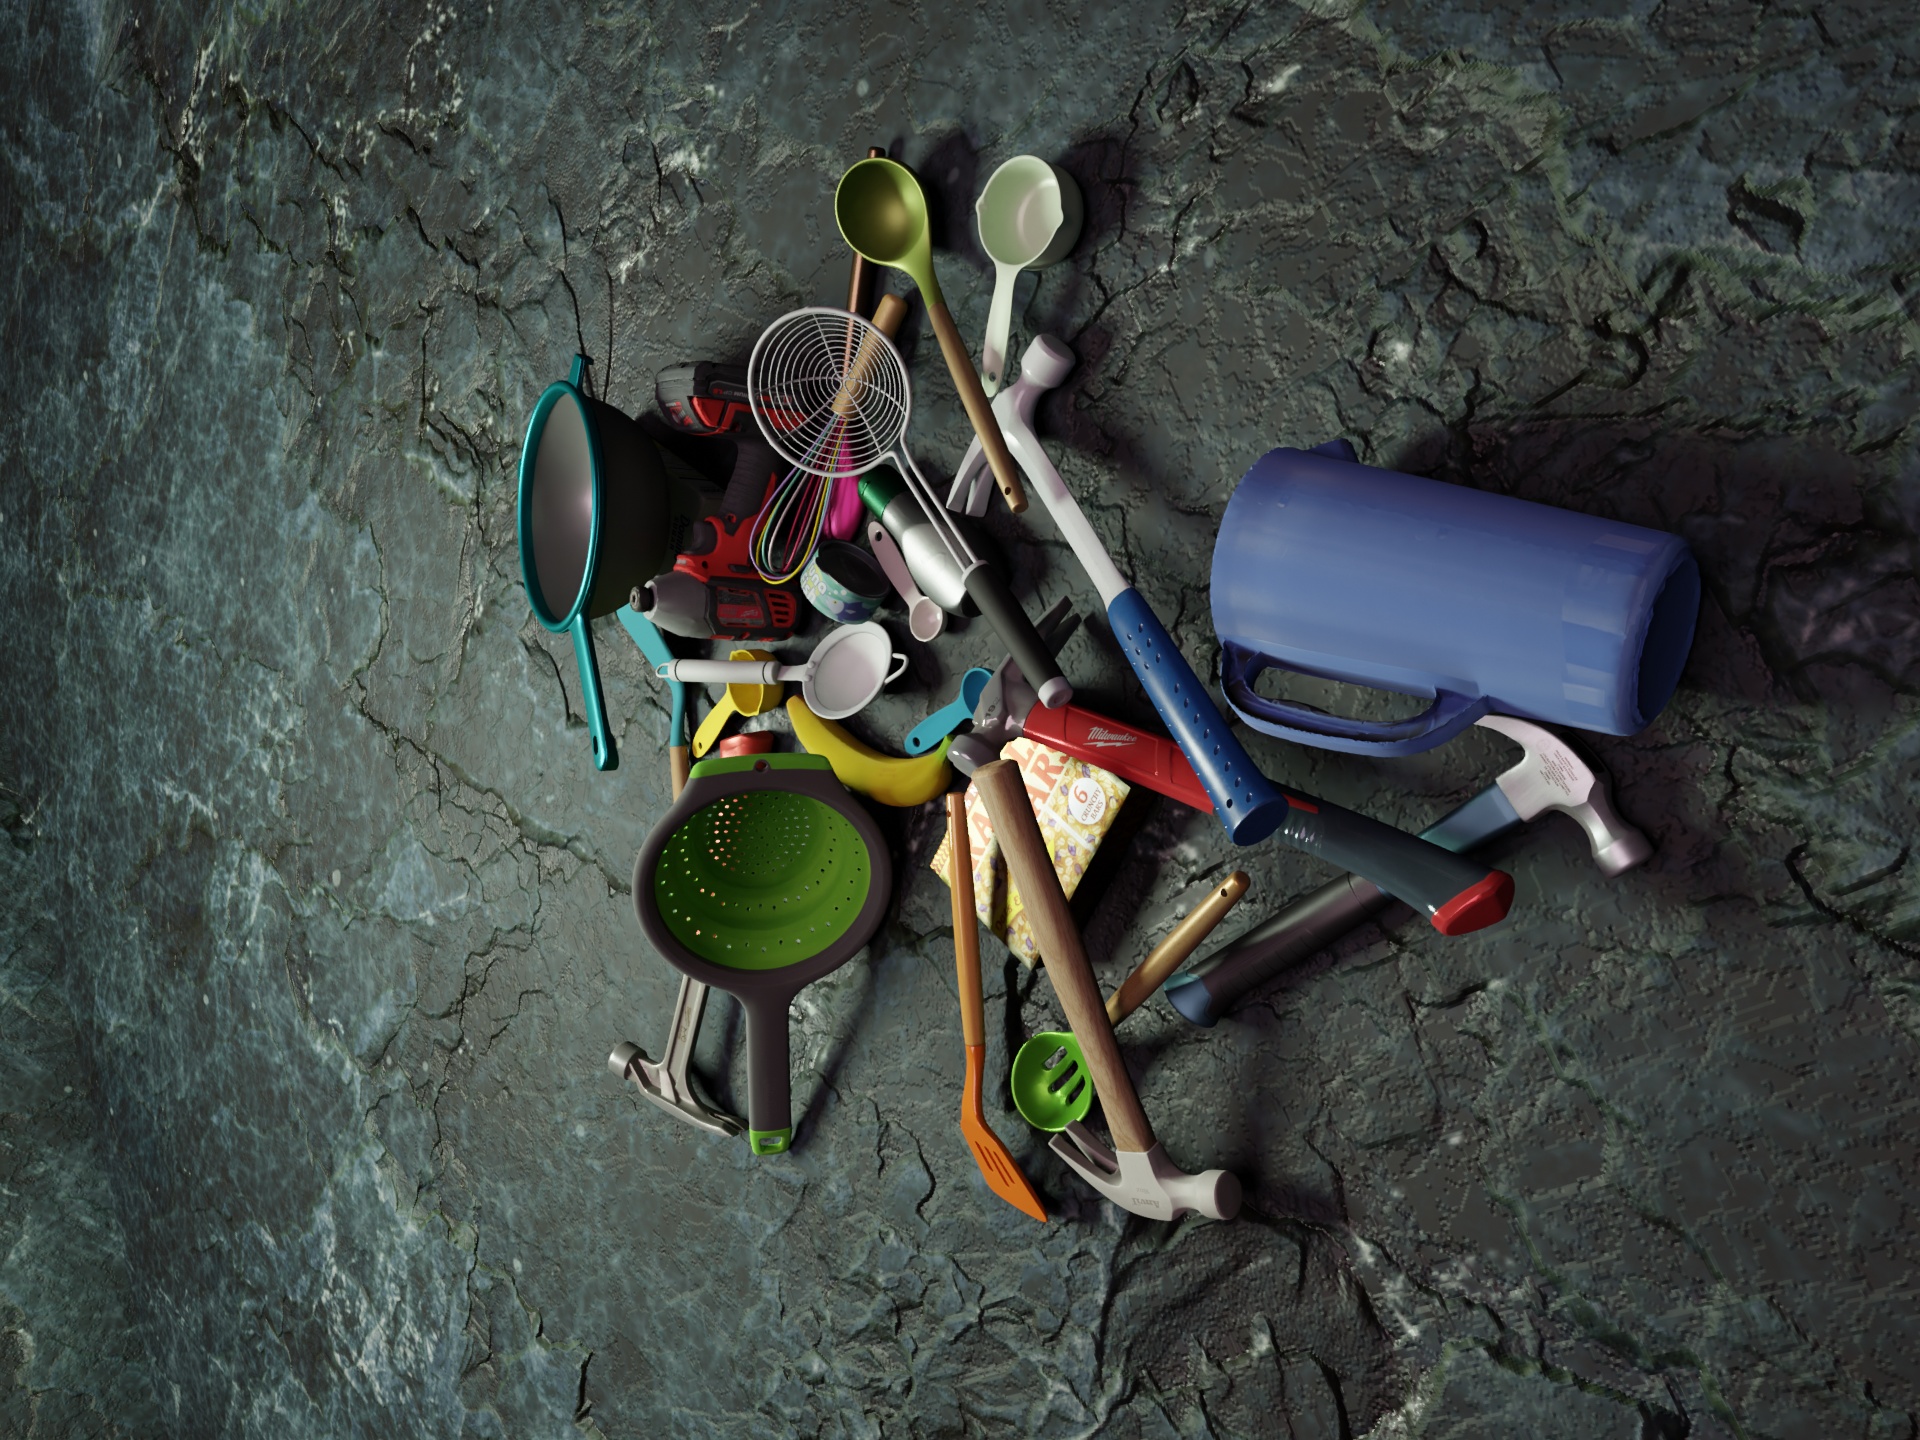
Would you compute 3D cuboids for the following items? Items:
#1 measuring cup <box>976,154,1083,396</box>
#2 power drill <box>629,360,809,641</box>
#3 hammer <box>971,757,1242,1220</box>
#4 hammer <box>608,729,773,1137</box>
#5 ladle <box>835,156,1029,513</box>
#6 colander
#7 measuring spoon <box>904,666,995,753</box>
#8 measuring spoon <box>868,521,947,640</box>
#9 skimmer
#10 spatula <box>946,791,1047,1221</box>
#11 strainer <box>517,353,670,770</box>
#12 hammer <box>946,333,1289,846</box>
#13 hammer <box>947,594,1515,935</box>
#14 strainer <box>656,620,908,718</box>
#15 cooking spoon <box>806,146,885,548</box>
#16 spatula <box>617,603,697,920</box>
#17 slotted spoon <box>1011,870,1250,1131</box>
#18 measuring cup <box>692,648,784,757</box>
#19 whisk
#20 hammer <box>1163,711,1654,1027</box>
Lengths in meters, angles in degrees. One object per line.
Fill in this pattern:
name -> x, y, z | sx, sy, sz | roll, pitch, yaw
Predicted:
measuring cup -> 0.045, -0.315, 1.138 | 0.083, 0.038, 0.167 | 24, 111, 39
power drill -> -0.196, -0.175, 1.294 | 0.079, 0.143, 0.219 | 11, 99, 55
hammer -> 0.078, 0.182, 1.061 | 0.130, 0.031, 0.331 | -13, 101, 45
hammer -> -0.212, 0.182, 1.396 | 0.149, 0.036, 0.359 | 22, 105, 25
ladle -> -0.017, -0.281, 1.152 | 0.078, 0.062, 0.320 | -40, 58, 36
colander -> -0.164, 0.184, 1.323 | 0.095, 0.204, 0.396 | -112, 21, -61
measuring spoon -> -0.002, -0.004, 1.219 | 0.128, 0.021, 0.042 | -35, 76, 48
measuring spoon -> -0.041, -0.111, 1.248 | 0.034, 0.018, 0.124 | -48, 56, 28
skimmer -> -0.037, -0.149, 1.120 | 0.127, 0.090, 0.364 | -50, 55, 28
spatula -> 0.017, 0.211, 1.168 | 0.081, 0.041, 0.322 | 6, 102, 59
strainer -> -0.289, -0.120, 1.336 | 0.211, 0.095, 0.341 | -37, 61, 52
hammer -> 0.099, -0.081, 1.044 | 0.144, 0.035, 0.406 | -54, 45, 32
hammer -> 0.169, 0.029, 0.998 | 0.387, 0.038, 0.143 | 22, 71, 39
strainer -> -0.144, -0.039, 1.295 | 0.258, 0.050, 0.087 | 2, 66, 28
cooking spoon -> -0.088, -0.292, 1.270 | 0.069, 0.017, 0.319 | 19, 106, 39
spatula -> -0.264, 0.050, 1.438 | 0.082, 0.044, 0.317 | -4, 92, 61
slotted spoon -> 0.113, 0.191, 1.074 | 0.070, 0.031, 0.313 | 56, 140, 23
measuring cup -> -0.196, -0.010, 1.392 | 0.156, 0.029, 0.062 | -46, 63, 48
whisk -> -0.098, -0.218, 1.251 | 0.245, 0.051, 0.047 | -64, 29, 9
hammer -> 0.250, 0.107, 0.982 | 0.331, 0.033, 0.128 | -41, 67, 36
